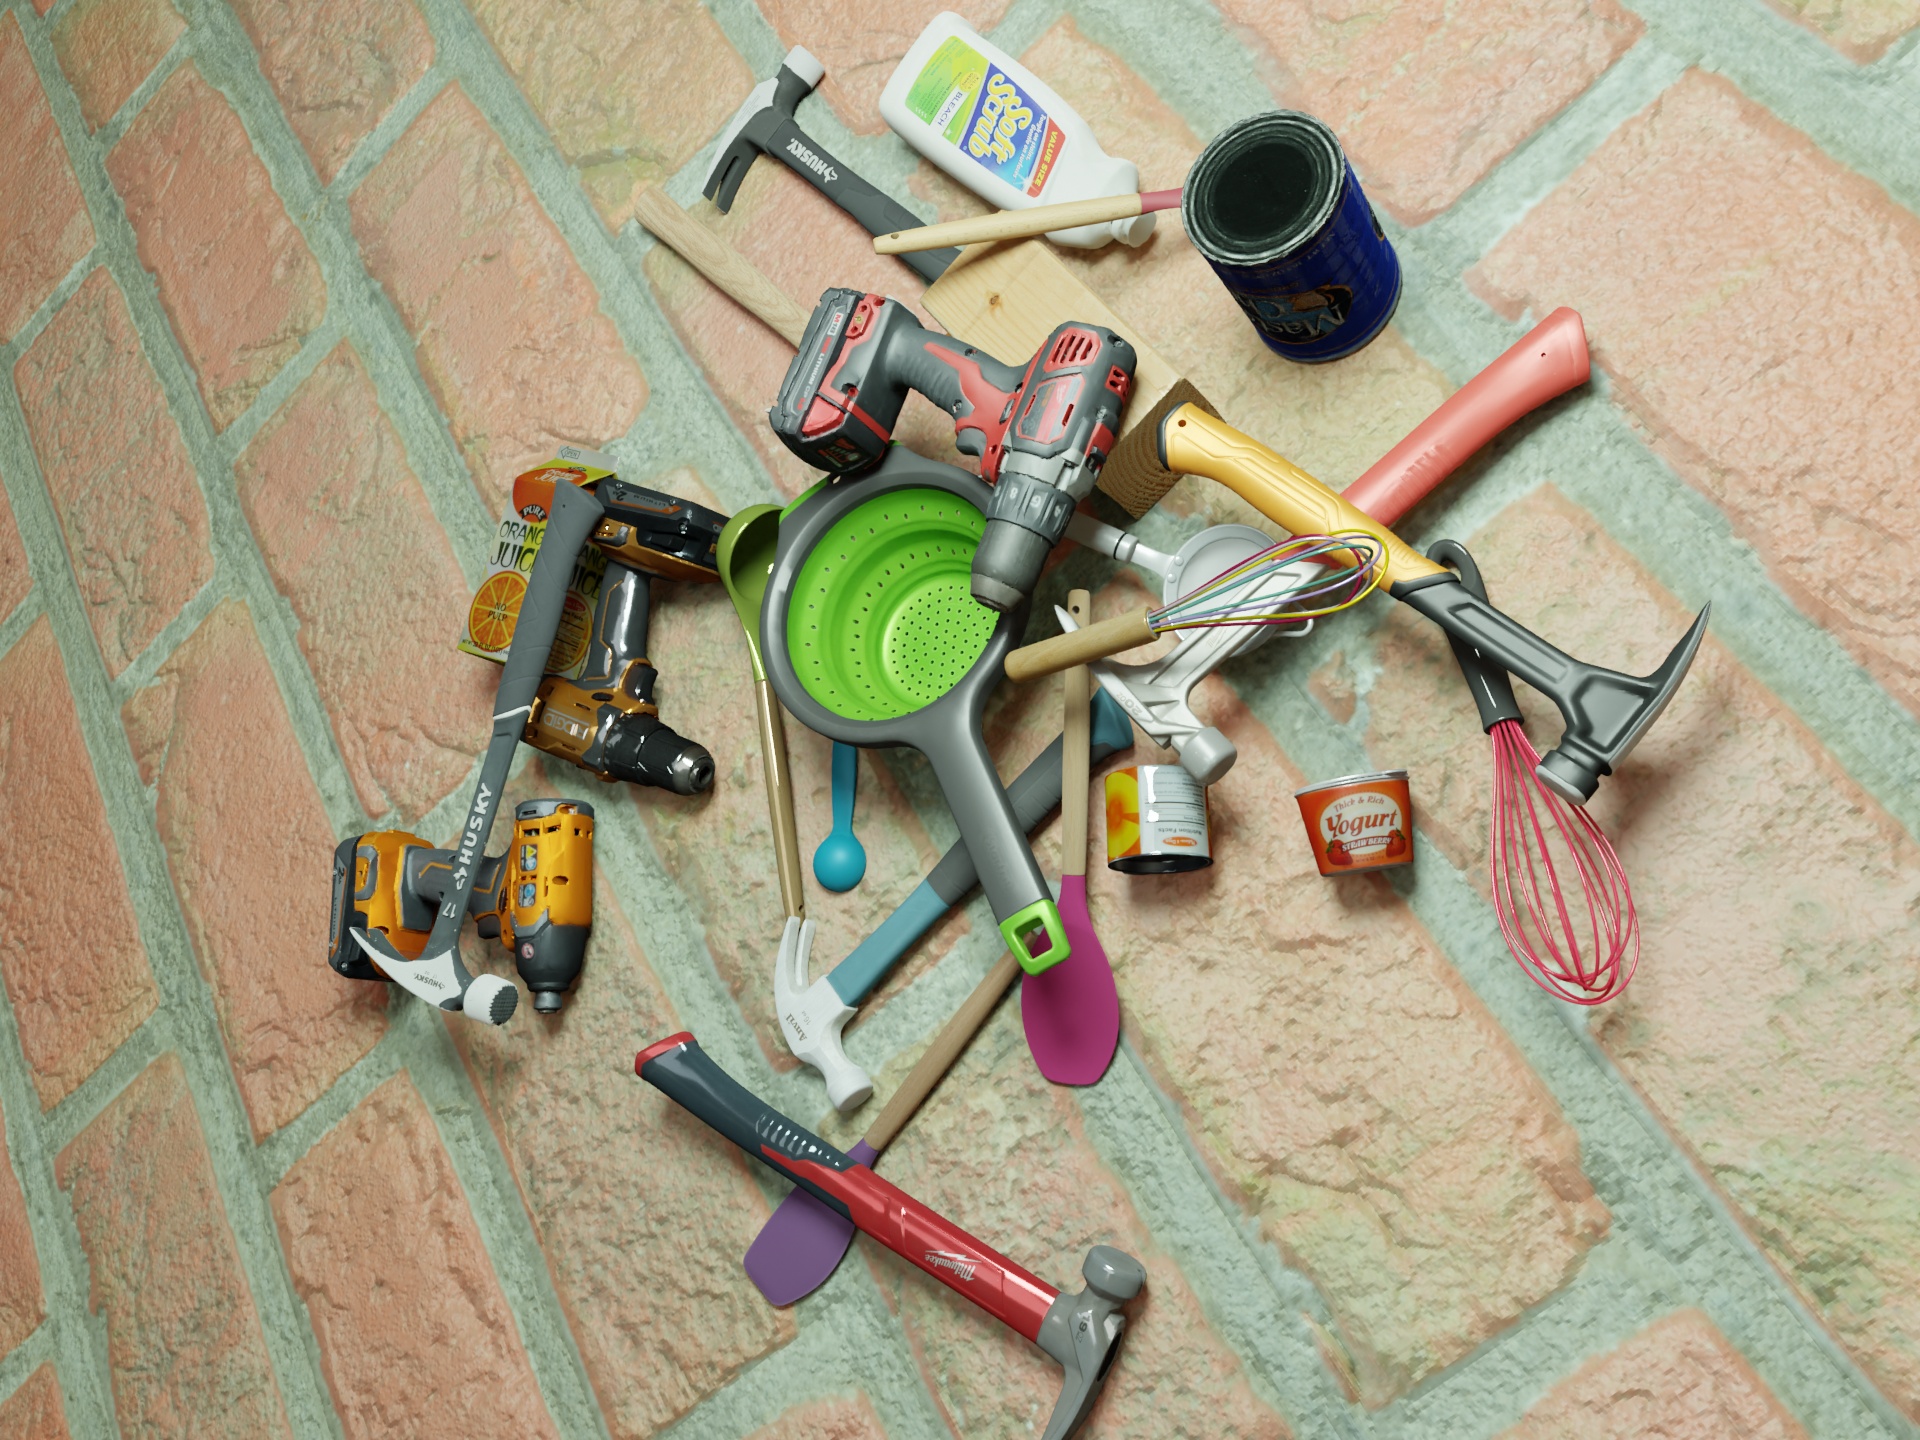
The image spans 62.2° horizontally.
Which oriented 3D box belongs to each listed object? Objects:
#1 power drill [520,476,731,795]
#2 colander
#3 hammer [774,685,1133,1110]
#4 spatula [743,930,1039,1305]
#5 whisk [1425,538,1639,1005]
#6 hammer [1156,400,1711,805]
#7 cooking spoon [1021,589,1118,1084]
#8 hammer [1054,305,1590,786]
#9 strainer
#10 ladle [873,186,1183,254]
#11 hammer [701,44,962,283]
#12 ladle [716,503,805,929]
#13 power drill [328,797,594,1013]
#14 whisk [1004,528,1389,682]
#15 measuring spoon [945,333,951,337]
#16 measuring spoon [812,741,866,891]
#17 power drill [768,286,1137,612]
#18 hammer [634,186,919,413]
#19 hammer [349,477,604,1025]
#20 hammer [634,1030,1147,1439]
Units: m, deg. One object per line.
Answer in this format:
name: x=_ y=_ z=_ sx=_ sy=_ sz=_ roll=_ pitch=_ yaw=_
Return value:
power drill: x=-0.241 y=-0.060 z=1.237 sx=0.185 sy=0.084 sz=0.226 roll=19 pitch=91 yaw=31
colander: x=-0.002 y=-0.003 z=1.068 sx=0.204 sy=0.094 sz=0.397 roll=-31 pitch=61 yaw=14
hammer: x=-0.004 y=0.108 z=1.083 sx=0.331 sy=0.033 sz=0.128 roll=-46 pitch=61 yaw=11
spatula: x=-0.043 y=0.267 z=1.070 sx=0.060 sy=0.018 sz=0.316 roll=40 pitch=99 yaw=28
whisk: x=0.318 y=0.020 z=0.914 sx=0.073 sy=0.073 sz=0.296 roll=-22 pitch=61 yaw=23
hammer: x=0.253 y=-0.097 z=0.920 sx=0.337 sy=0.034 sz=0.127 roll=39 pitch=89 yaw=25
cooking spoon: x=0.074 y=0.074 z=1.029 sx=0.069 sy=0.017 sz=0.319 roll=0 pitch=87 yaw=28
hammer: x=0.233 y=-0.128 z=0.975 sx=0.359 sy=0.036 sz=0.149 roll=-41 pitch=65 yaw=2
strainer: x=0.118 y=-0.111 z=1.047 sx=0.258 sy=0.050 sz=0.087 roll=27 pitch=97 yaw=21
ladle: x=0.097 y=-0.347 z=1.081 sx=0.315 sy=0.031 sz=0.069 roll=-10 pitch=56 yaw=-3
hammer: x=-0.082 y=-0.409 z=1.263 sx=0.146 sy=0.035 sz=0.335 roll=-49 pitch=58 yaw=8
ladle: x=-0.132 y=-0.006 z=1.175 sx=0.062 sy=0.078 sz=0.320 roll=-17 pitch=75 yaw=33
power drill: x=-0.390 y=0.155 z=1.262 sx=0.226 sy=0.084 sz=0.164 roll=-9 pitch=74 yaw=24
whisk: x=0.132 y=-0.061 z=0.931 sx=0.245 sy=0.051 sz=0.047 roll=-17 pitch=84 yaw=29
measuring spoon: x=-0.009 y=-0.288 z=1.206 sx=0.117 sy=0.011 sz=0.021 roll=-32 pitch=63 yaw=18
measuring spoon: x=-0.090 y=0.059 z=1.150 sx=0.042 sy=0.021 sz=0.129 roll=-7 pitch=75 yaw=28
power drill: x=-0.012 y=-0.181 z=1.036 sx=0.227 sy=0.080 sz=0.188 roll=20 pitch=85 yaw=29
hammer: x=-0.173 y=-0.351 z=1.301 sx=0.332 sy=0.031 sz=0.130 roll=43 pitch=102 yaw=32
hammer: x=-0.350 y=0.014 z=1.209 sx=0.149 sy=0.036 sz=0.409 roll=14 pitch=86 yaw=24
hammer: x=-0.072 y=0.325 z=1.042 sx=0.386 sy=0.038 sz=0.143 roll=24 pitch=92 yaw=28
